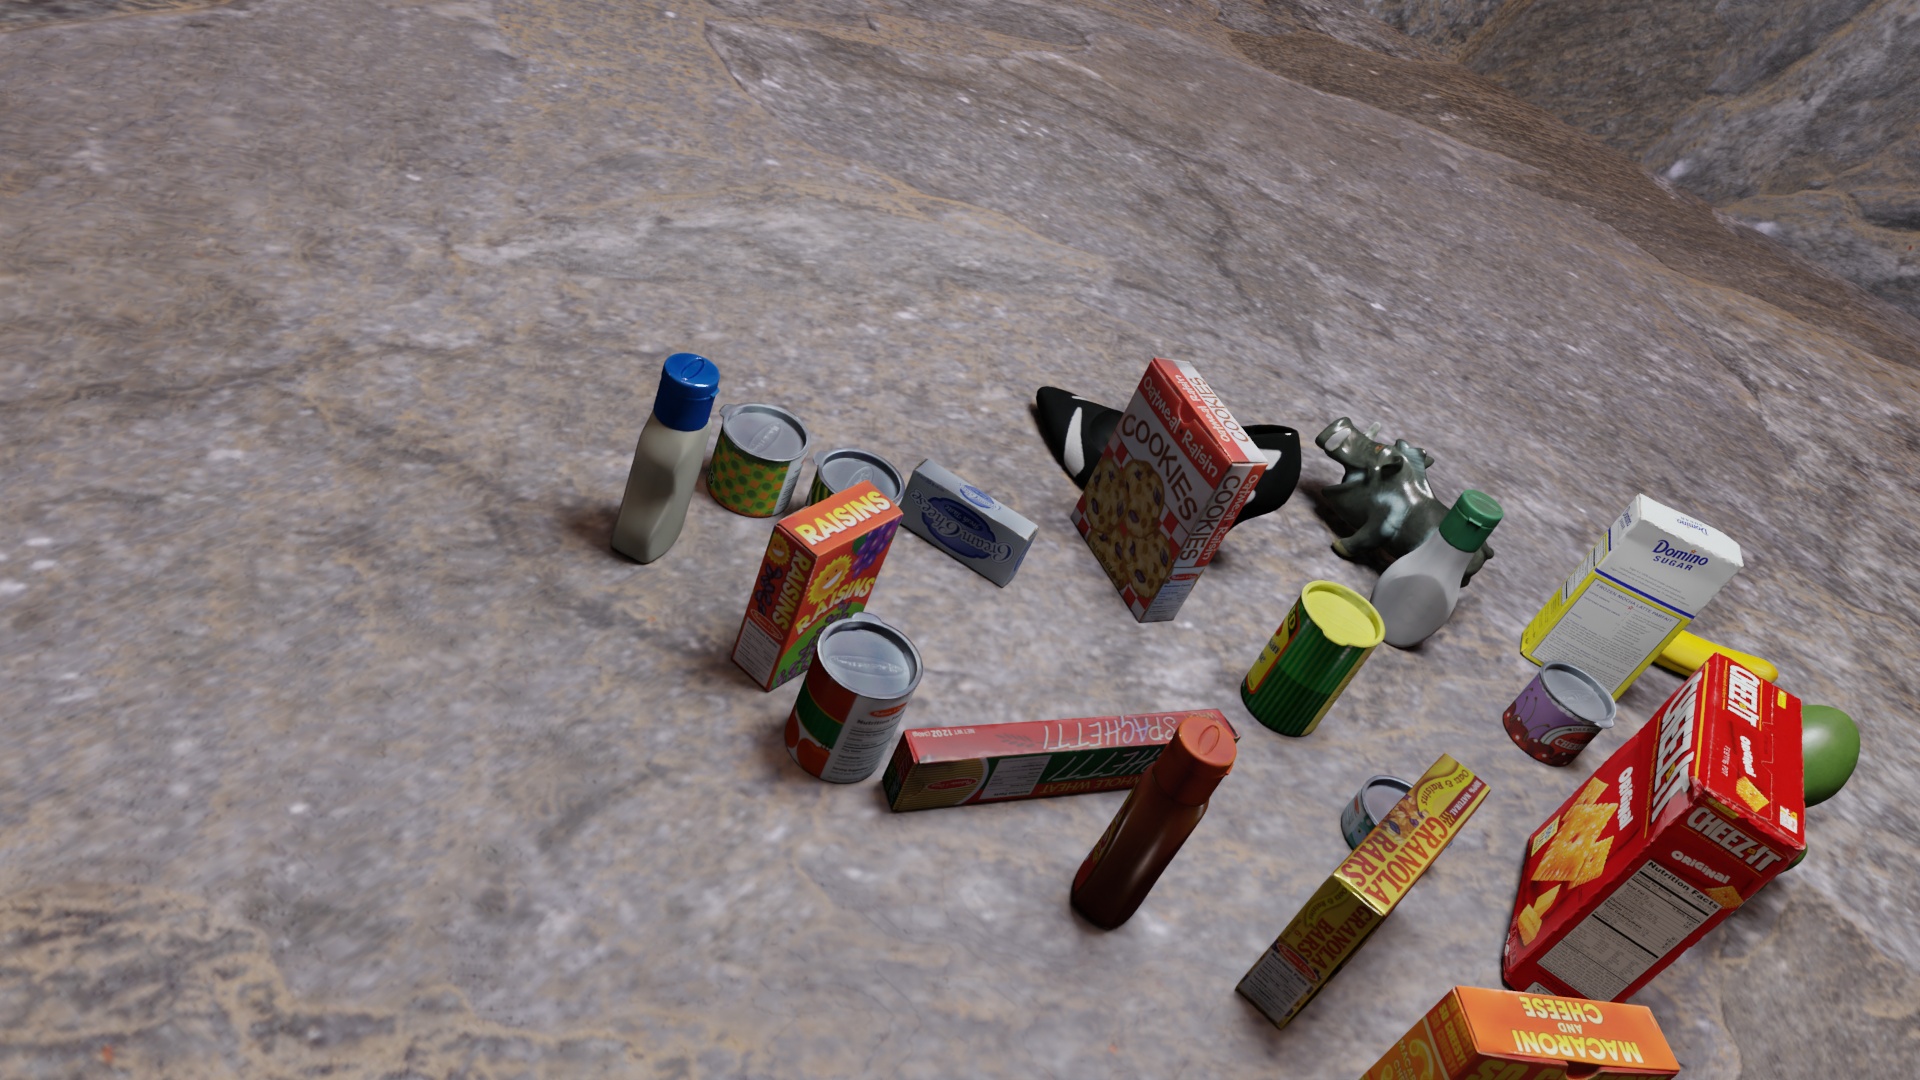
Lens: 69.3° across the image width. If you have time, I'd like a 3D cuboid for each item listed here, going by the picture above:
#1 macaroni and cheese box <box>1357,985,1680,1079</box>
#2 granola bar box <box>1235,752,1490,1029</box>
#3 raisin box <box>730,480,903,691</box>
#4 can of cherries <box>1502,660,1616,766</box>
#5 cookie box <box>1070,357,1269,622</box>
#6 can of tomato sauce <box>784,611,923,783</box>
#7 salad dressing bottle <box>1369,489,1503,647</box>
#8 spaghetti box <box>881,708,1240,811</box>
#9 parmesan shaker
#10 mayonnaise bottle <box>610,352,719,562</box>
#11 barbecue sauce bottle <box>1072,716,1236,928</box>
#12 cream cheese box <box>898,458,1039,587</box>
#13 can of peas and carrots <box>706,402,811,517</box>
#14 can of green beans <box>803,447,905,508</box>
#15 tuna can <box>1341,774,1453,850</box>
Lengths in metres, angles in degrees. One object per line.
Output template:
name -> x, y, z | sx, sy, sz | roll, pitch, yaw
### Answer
macaroni and cheese box -> 0.274, 0.302, 0.735 | 0.124, 0.165, 0.040 | 11, 39, -17
granola bar box -> 0.252, 0.215, 0.862 | 0.039, 0.123, 0.166 | 41, 40, 21
raisin box -> -0.093, 0.029, 0.898 | 0.040, 0.122, 0.086 | 40, 40, 19
can of cherries -> 0.488, 0.143, 1.131 | 0.071, 0.058, 0.072 | 15, 38, -12
cookie box -> 0.157, -0.038, 1.078 | 0.040, 0.166, 0.123 | -2, 44, -31
can of tomato sauce -> -0.068, 0.098, 0.861 | 0.071, 0.082, 0.071 | 15, 38, -12
salad dressing bottle -> 0.393, 0.024, 1.149 | 0.064, 0.146, 0.044 | 31, 37, 8
spaghetti box -> 0.070, 0.142, 0.911 | 0.250, 0.050, 0.029 | 0, 43, -28
parmesan shaker -> 0.259, 0.090, 1.033 | 0.071, 0.102, 0.072 | 15, 38, -12
mayonnaise bottle -> -0.194, -0.056, 0.924 | 0.041, 0.147, 0.065 | 26, 37, 2
barbecue sauce bottle -> 0.116, 0.166, 0.827 | 0.044, 0.147, 0.065 | 33, 38, 11
cream cheese box -> 0.004, -0.013, 1.059 | 0.104, 0.053, 0.024 | 32, 38, 10
can of peas and carrots -> -0.152, -0.060, 1.026 | 0.071, 0.058, 0.071 | 15, 38, -12
can of green beans -> -0.081, -0.026, 1.024 | 0.071, 0.057, 0.071 | 15, 38, -12
tuna can -> 0.308, 0.203, 0.982 | 0.071, 0.032, 0.071 | 15, 38, -12
